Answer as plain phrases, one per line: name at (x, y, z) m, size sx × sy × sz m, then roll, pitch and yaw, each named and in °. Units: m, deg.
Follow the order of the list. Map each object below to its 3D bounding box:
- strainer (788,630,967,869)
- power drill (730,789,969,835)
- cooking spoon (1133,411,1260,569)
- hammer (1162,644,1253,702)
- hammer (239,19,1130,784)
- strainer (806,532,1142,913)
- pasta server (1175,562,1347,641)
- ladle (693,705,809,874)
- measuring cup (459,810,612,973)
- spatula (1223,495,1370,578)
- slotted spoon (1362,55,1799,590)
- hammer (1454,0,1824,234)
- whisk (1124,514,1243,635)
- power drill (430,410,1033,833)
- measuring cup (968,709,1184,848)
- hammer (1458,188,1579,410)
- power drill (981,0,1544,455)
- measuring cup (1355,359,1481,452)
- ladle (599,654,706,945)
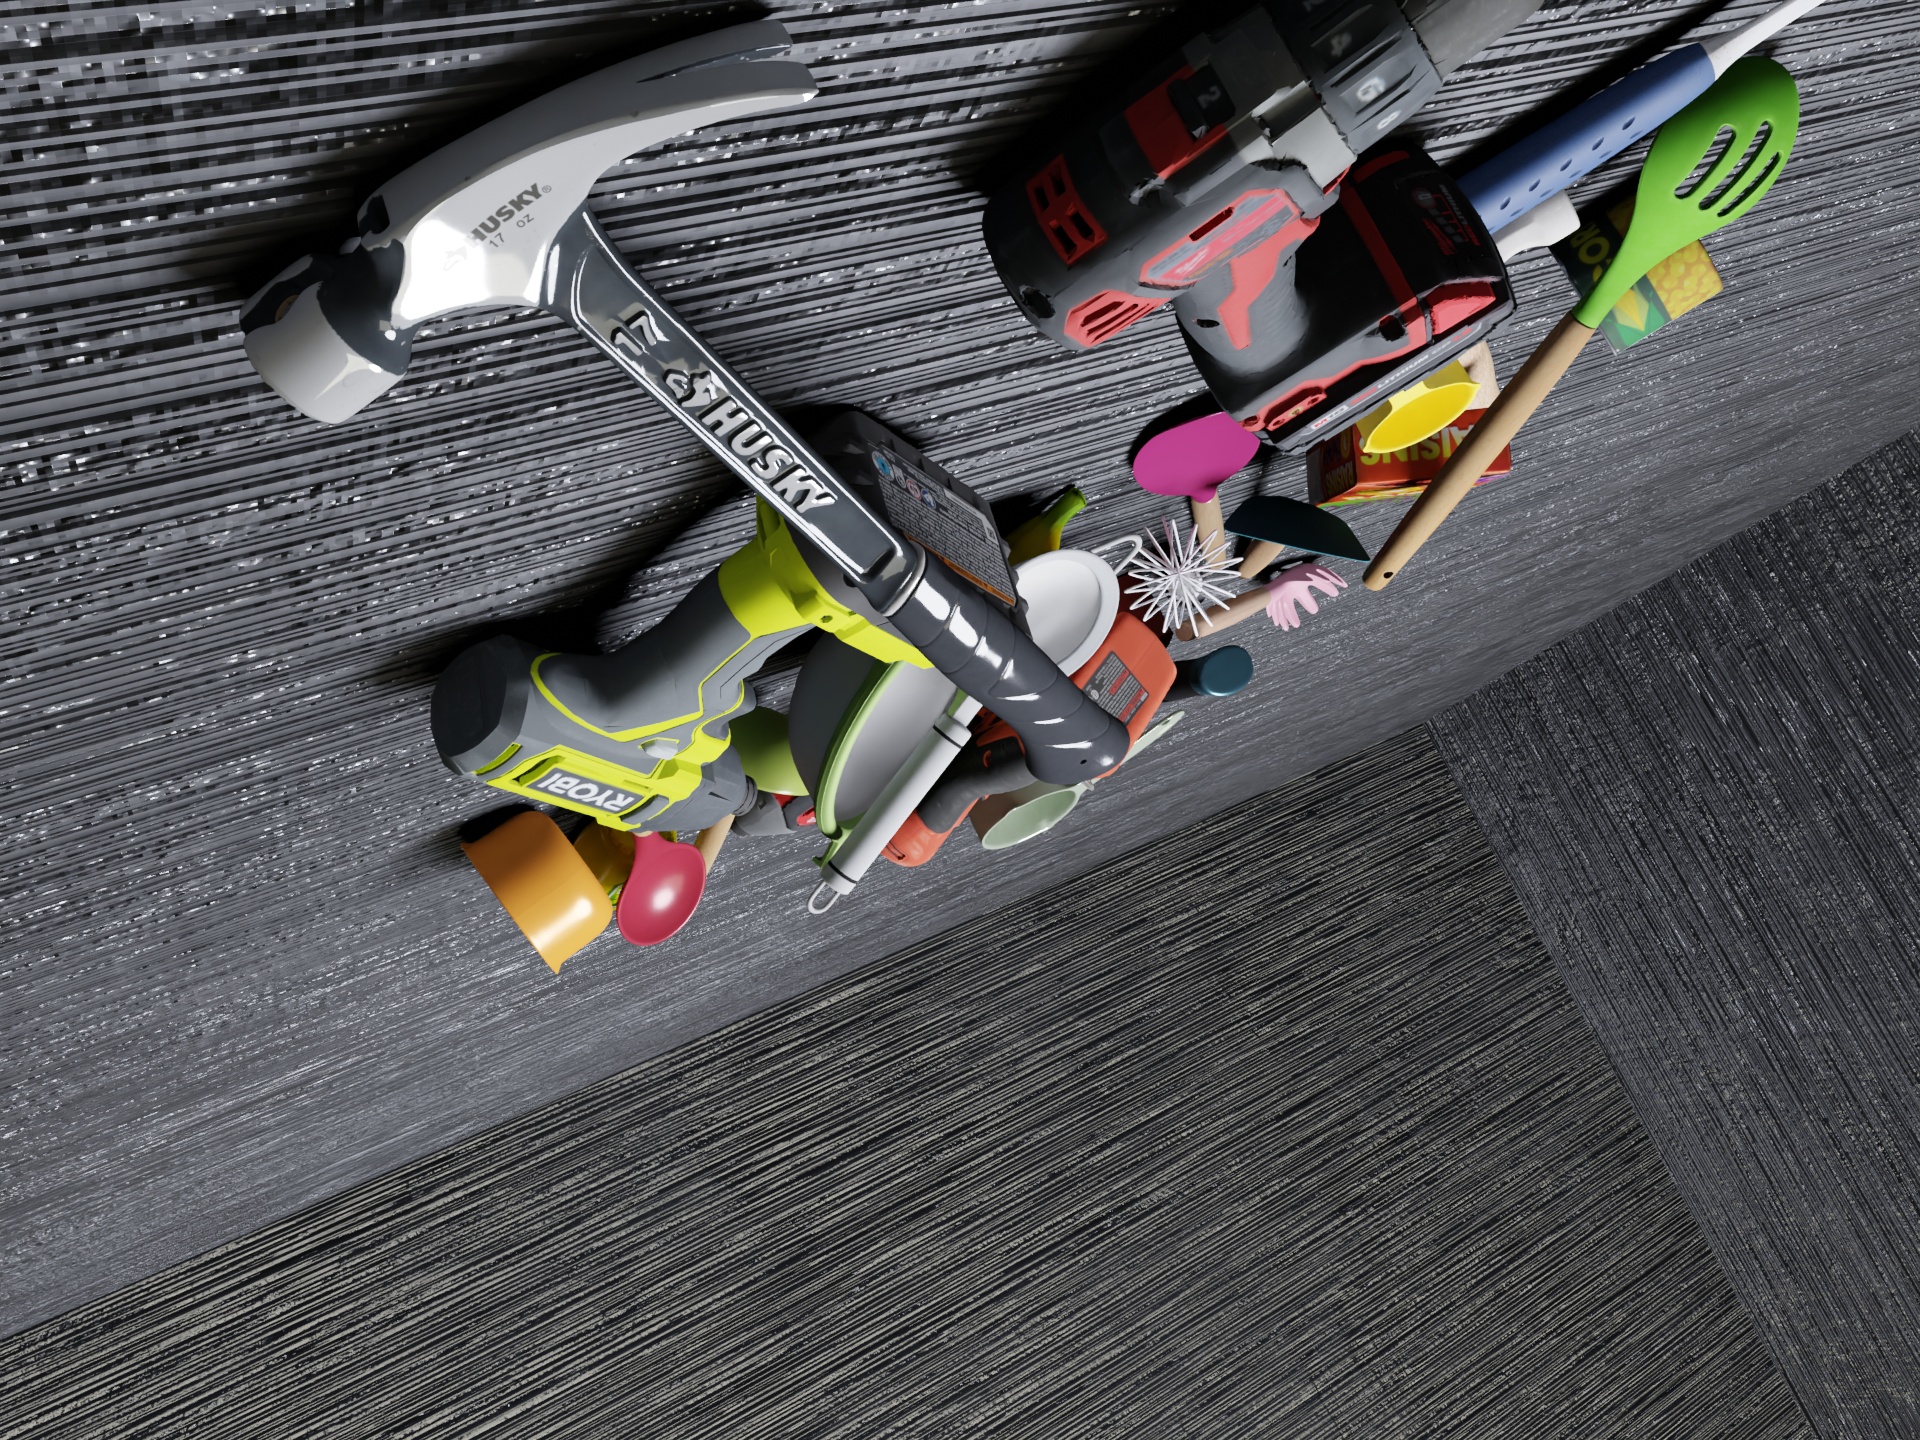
strainer at (-0.050, -0.042, 0.813) m, size 0.151 × 0.069 × 0.256 m, roll -48°, pitch 159°, yaw -26°
power drill at (-0.055, 0.033, 1.104) m, size 0.143 × 0.079 × 0.219 m, roll -35°, pitch 163°, yaw 32°
cooking spoon at (0.144, -0.129, 0.941) m, size 0.069 × 0.017 × 0.318 m, roll -18°, pitch 170°, yaw 9°
hammer at (0.130, -0.025, 1.153) m, size 0.128 × 0.033 × 0.331 m, roll -24°, pitch -177°, yaw -13°
hammer at (-0.026, -0.060, 0.534) m, size 0.149 × 0.036 × 0.408 m, roll -32°, pitch 148°, yaw 12°
strainer at (-0.001, -0.003, 0.828) m, size 0.258 × 0.050 × 0.086 m, roll -52°, pitch 136°, yaw 3°
pasta server at (0.220, -0.082, 1.173) m, size 0.060 × 0.040 × 0.316 m, roll -42°, pitch 171°, yaw 27°
ladle at (-0.159, 0.076, 1.026) m, size 0.078 × 0.062 × 0.320 m, roll 17°, pitch 149°, yaw -12°
measuring cup at (-0.256, 0.094, 0.970) m, size 0.052 × 0.095 × 0.174 m, roll -36°, pitch -168°, yaw -13°
spatula at (0.198, -0.108, 1.025) m, size 0.082 × 0.044 × 0.317 m, roll 13°, pitch 178°, yaw 4°
slotted spoon at (0.293, -0.177, 0.785) m, size 0.070 × 0.031 × 0.313 m, roll 12°, pitch 134°, yaw -22°
hammer at (0.309, -0.267, 0.637) m, size 0.405 × 0.035 × 0.144 m, roll -30°, pitch 168°, yaw 19°
whisk at (0.139, -0.085, 0.991) m, size 0.070 × 0.070 × 0.284 m, roll -28°, pitch 178°, yaw 9°
power drill at (-0.089, -0.024, 0.683) m, size 0.223 × 0.080 × 0.171 m, roll -30°, pitch 149°, yaw 24°
measuring cup at (0.077, 0.029, 1.099) m, size 0.167 × 0.038 × 0.083 m, roll -35°, pitch 158°, yaw 11°
hammer at (0.270, -0.199, 0.869) m, size 0.130 × 0.031 × 0.331 m, roll -30°, pitch 168°, yaw 18°
power drill at (0.129, -0.180, 0.545) m, size 0.188 × 0.080 × 0.226 m, roll -31°, pitch 165°, yaw 23°
measuring cup at (0.196, -0.165, 0.729) m, size 0.062 × 0.029 × 0.156 m, roll -29°, pitch 159°, yaw 19°
ladle at (-0.178, 0.049, 0.879) m, size 0.069 × 0.031 × 0.315 m, roll -44°, pitch 163°, yaw -24°
